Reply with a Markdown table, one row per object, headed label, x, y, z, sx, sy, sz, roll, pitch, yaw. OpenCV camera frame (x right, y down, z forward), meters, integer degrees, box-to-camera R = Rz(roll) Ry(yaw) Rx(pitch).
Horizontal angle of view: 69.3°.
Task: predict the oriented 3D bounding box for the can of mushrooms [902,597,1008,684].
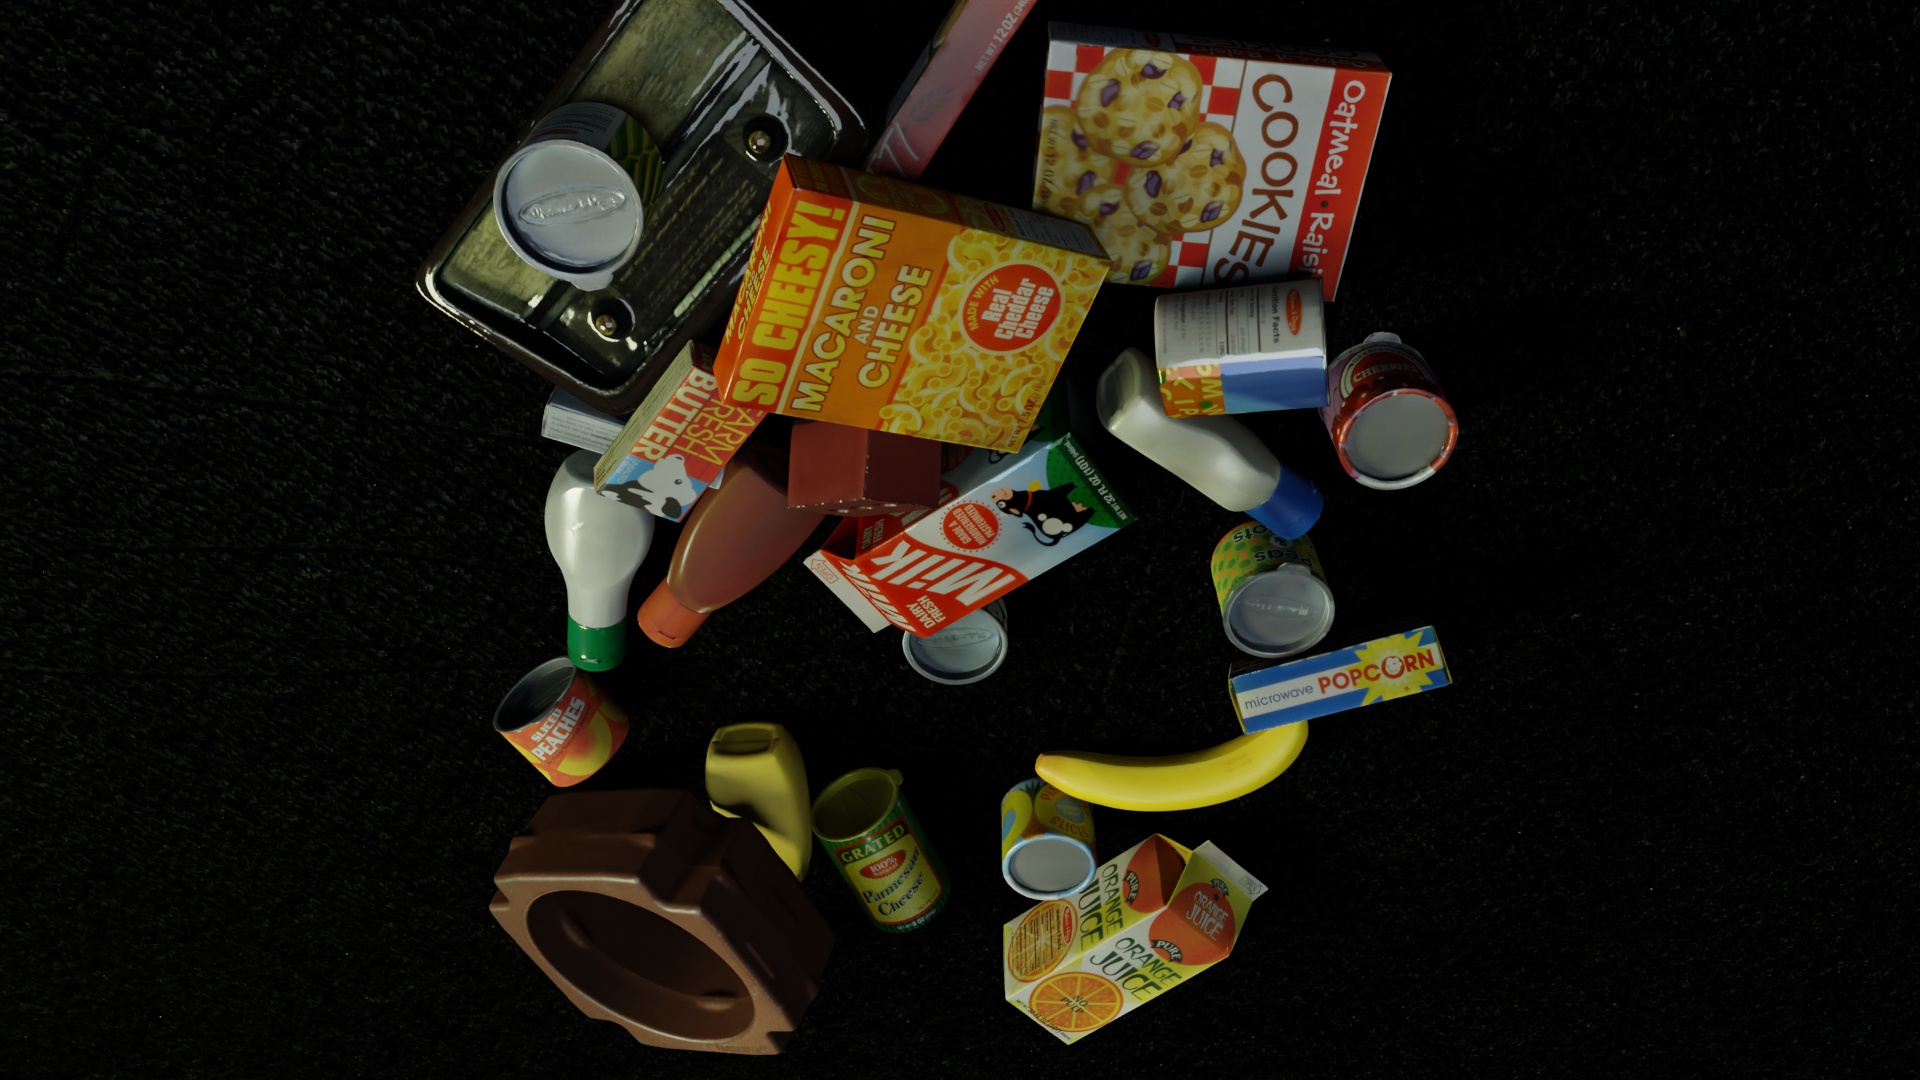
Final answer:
| label | x | y | z | sx | sy | sz | roll | pitch | yaw |
| --- | --- | --- | --- | --- | --- | --- | --- | --- | --- |
| can of mushrooms | -0.003 | 0.055 | 0.884 | 0.071 | 0.034 | 0.070 | 1 | 124 | 1 |

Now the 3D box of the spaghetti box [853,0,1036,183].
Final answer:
| label | x | y | z | sx | sy | sz | roll | pitch | yaw |
| --- | --- | --- | --- | --- | --- | --- | --- | --- | --- |
| spaghetti box | -0.040 | -0.189 | 0.711 | 0.028 | 0.050 | 0.249 | 30 | 120 | -17 |

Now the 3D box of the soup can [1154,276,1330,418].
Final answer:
| label | x | y | z | sx | sy | sz | roll | pitch | yaw |
| --- | --- | --- | --- | --- | --- | --- | --- | --- | --- |
| soup can | 0.147 | -0.097 | 0.718 | 0.084 | 0.072 | 0.071 | -4 | 124 | 15 |

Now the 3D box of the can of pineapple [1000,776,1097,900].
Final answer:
| label | x | y | z | sx | sy | sz | roll | pitch | yaw |
| --- | --- | --- | --- | --- | --- | --- | --- | --- | --- |
| can of pineapple | 0.062 | 0.207 | 0.970 | 0.071 | 0.058 | 0.070 | 0 | 124 | 1 |

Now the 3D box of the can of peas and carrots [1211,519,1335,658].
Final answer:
| label | x | y | z | sx | sy | sz | roll | pitch | yaw |
| --- | --- | --- | --- | --- | --- | --- | --- | --- | --- |
| can of peas and carrots | 0.190 | 0.026 | 0.847 | 0.071 | 0.059 | 0.070 | 0 | 123 | 0 |

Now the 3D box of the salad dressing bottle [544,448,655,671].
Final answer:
| label | x | y | z | sx | sy | sz | roll | pitch | yaw |
| --- | --- | --- | --- | --- | --- | --- | --- | --- | --- |
| salad dressing bottle | -0.222 | 0.015 | 0.854 | 0.064 | 0.044 | 0.146 | 9 | 125 | -6 |

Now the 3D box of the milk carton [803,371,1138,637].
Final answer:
| label | x | y | z | sx | sy | sz | roll | pitch | yaw |
| --- | --- | --- | --- | --- | --- | --- | --- | --- | --- |
| milk carton | 0.003 | -0.010 | 0.816 | 0.190 | 0.074 | 0.072 | -31 | 119 | 20 |

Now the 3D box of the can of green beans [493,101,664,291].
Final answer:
| label | x | y | z | sx | sy | sz | roll | pitch | yaw |
| --- | --- | --- | --- | --- | --- | --- | --- | --- | --- |
| can of green beans | -0.173 | -0.161 | 0.638 | 0.071 | 0.058 | 0.071 | 0 | 124 | 0 |

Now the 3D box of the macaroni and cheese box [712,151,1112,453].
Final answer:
| label | x | y | z | sx | sy | sz | roll | pitch | yaw |
| --- | --- | --- | --- | --- | --- | --- | --- | --- | --- |
| macaroni and cheese box | -0.026 | -0.113 | 0.694 | 0.167 | 0.040 | 0.123 | 8 | 127 | -26 |

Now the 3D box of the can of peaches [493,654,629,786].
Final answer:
| label | x | y | z | sx | sy | sz | roll | pitch | yaw |
| --- | --- | --- | --- | --- | --- | --- | --- | --- | --- |
| can of peaches | -0.259 | 0.119 | 0.908 | 0.071 | 0.071 | 0.058 | -25 | 121 | 16 |

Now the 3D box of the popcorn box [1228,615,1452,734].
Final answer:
| label | x | y | z | sx | sy | sz | roll | pitch | yaw |
| --- | --- | --- | --- | --- | --- | --- | --- | --- | --- |
| popcorn box | 0.232 | 0.083 | 0.866 | 0.126 | 0.085 | 0.038 | -16 | 87 | 11 |

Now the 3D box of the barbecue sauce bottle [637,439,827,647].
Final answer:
| label | x | y | z | sx | sy | sz | roll | pitch | yaw |
| --- | --- | --- | --- | --- | --- | --- | --- | --- | --- |
| barbecue sauce bottle | -0.144 | 0.007 | 0.848 | 0.065 | 0.044 | 0.148 | 31 | 120 | -23 |

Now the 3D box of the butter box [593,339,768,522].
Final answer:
| label | x | y | z | sx | sy | sz | roll | pitch | yaw |
| --- | --- | --- | --- | --- | --- | --- | --- | --- | --- |
| butter box | -0.147 | -0.056 | 0.740 | 0.053 | 0.024 | 0.103 | 22 | 124 | -37 |

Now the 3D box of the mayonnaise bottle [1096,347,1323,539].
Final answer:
| label | x | y | z | sx | sy | sz | roll | pitch | yaw |
| --- | --- | --- | --- | --- | --- | --- | --- | --- | --- |
| mayonnaise bottle | 0.145 | -0.050 | 0.796 | 0.148 | 0.065 | 0.041 | 32 | 120 | -23 |

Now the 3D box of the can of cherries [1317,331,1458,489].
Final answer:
| label | x | y | z | sx | sy | sz | roll | pitch | yaw |
| --- | --- | --- | --- | --- | --- | --- | --- | --- | --- |
| can of cherries | 0.238 | -0.073 | 0.780 | 0.071 | 0.059 | 0.071 | 0 | 125 | 1 |

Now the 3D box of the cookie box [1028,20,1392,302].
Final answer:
| label | x | y | z | sx | sy | sz | roll | pitch | yaw |
| --- | --- | --- | --- | --- | --- | --- | --- | --- | --- |
| cookie box | 0.121 | -0.192 | 0.712 | 0.167 | 0.040 | 0.122 | 5 | 125 | -2 |

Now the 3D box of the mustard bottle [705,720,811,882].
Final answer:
| label | x | y | z | sx | sy | sz | roll | pitch | yaw |
| --- | --- | --- | --- | --- | --- | --- | --- | --- | --- |
| mustard bottle | -0.135 | 0.197 | 0.972 | 0.065 | 0.049 | 0.159 | -2 | 125 | 7 |

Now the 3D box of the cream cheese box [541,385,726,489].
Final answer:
| label | x | y | z | sx | sy | sz | roll | pitch | yaw |
| --- | --- | --- | --- | --- | --- | --- | --- | --- | --- |
| cream cheese box | -0.181 | -0.067 | 0.792 | 0.104 | 0.054 | 0.024 | 17 | 124 | -10 |

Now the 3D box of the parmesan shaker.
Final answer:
| label | x | y | z | sx | sy | sz | roll | pitch | yaw |
| --- | --- | --- | --- | --- | --- | --- | --- | --- | --- |
| parmesan shaker | -0.052 | 0.217 | 0.975 | 0.071 | 0.072 | 0.102 | -18 | 122 | 12 |

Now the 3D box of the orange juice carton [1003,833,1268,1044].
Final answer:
| label | x | y | z | sx | sy | sz | roll | pitch | yaw |
| --- | --- | --- | --- | --- | --- | --- | --- | --- | --- |
| orange juice carton | 0.125 | 0.281 | 1.011 | 0.192 | 0.073 | 0.071 | -37 | 116 | 22 |
